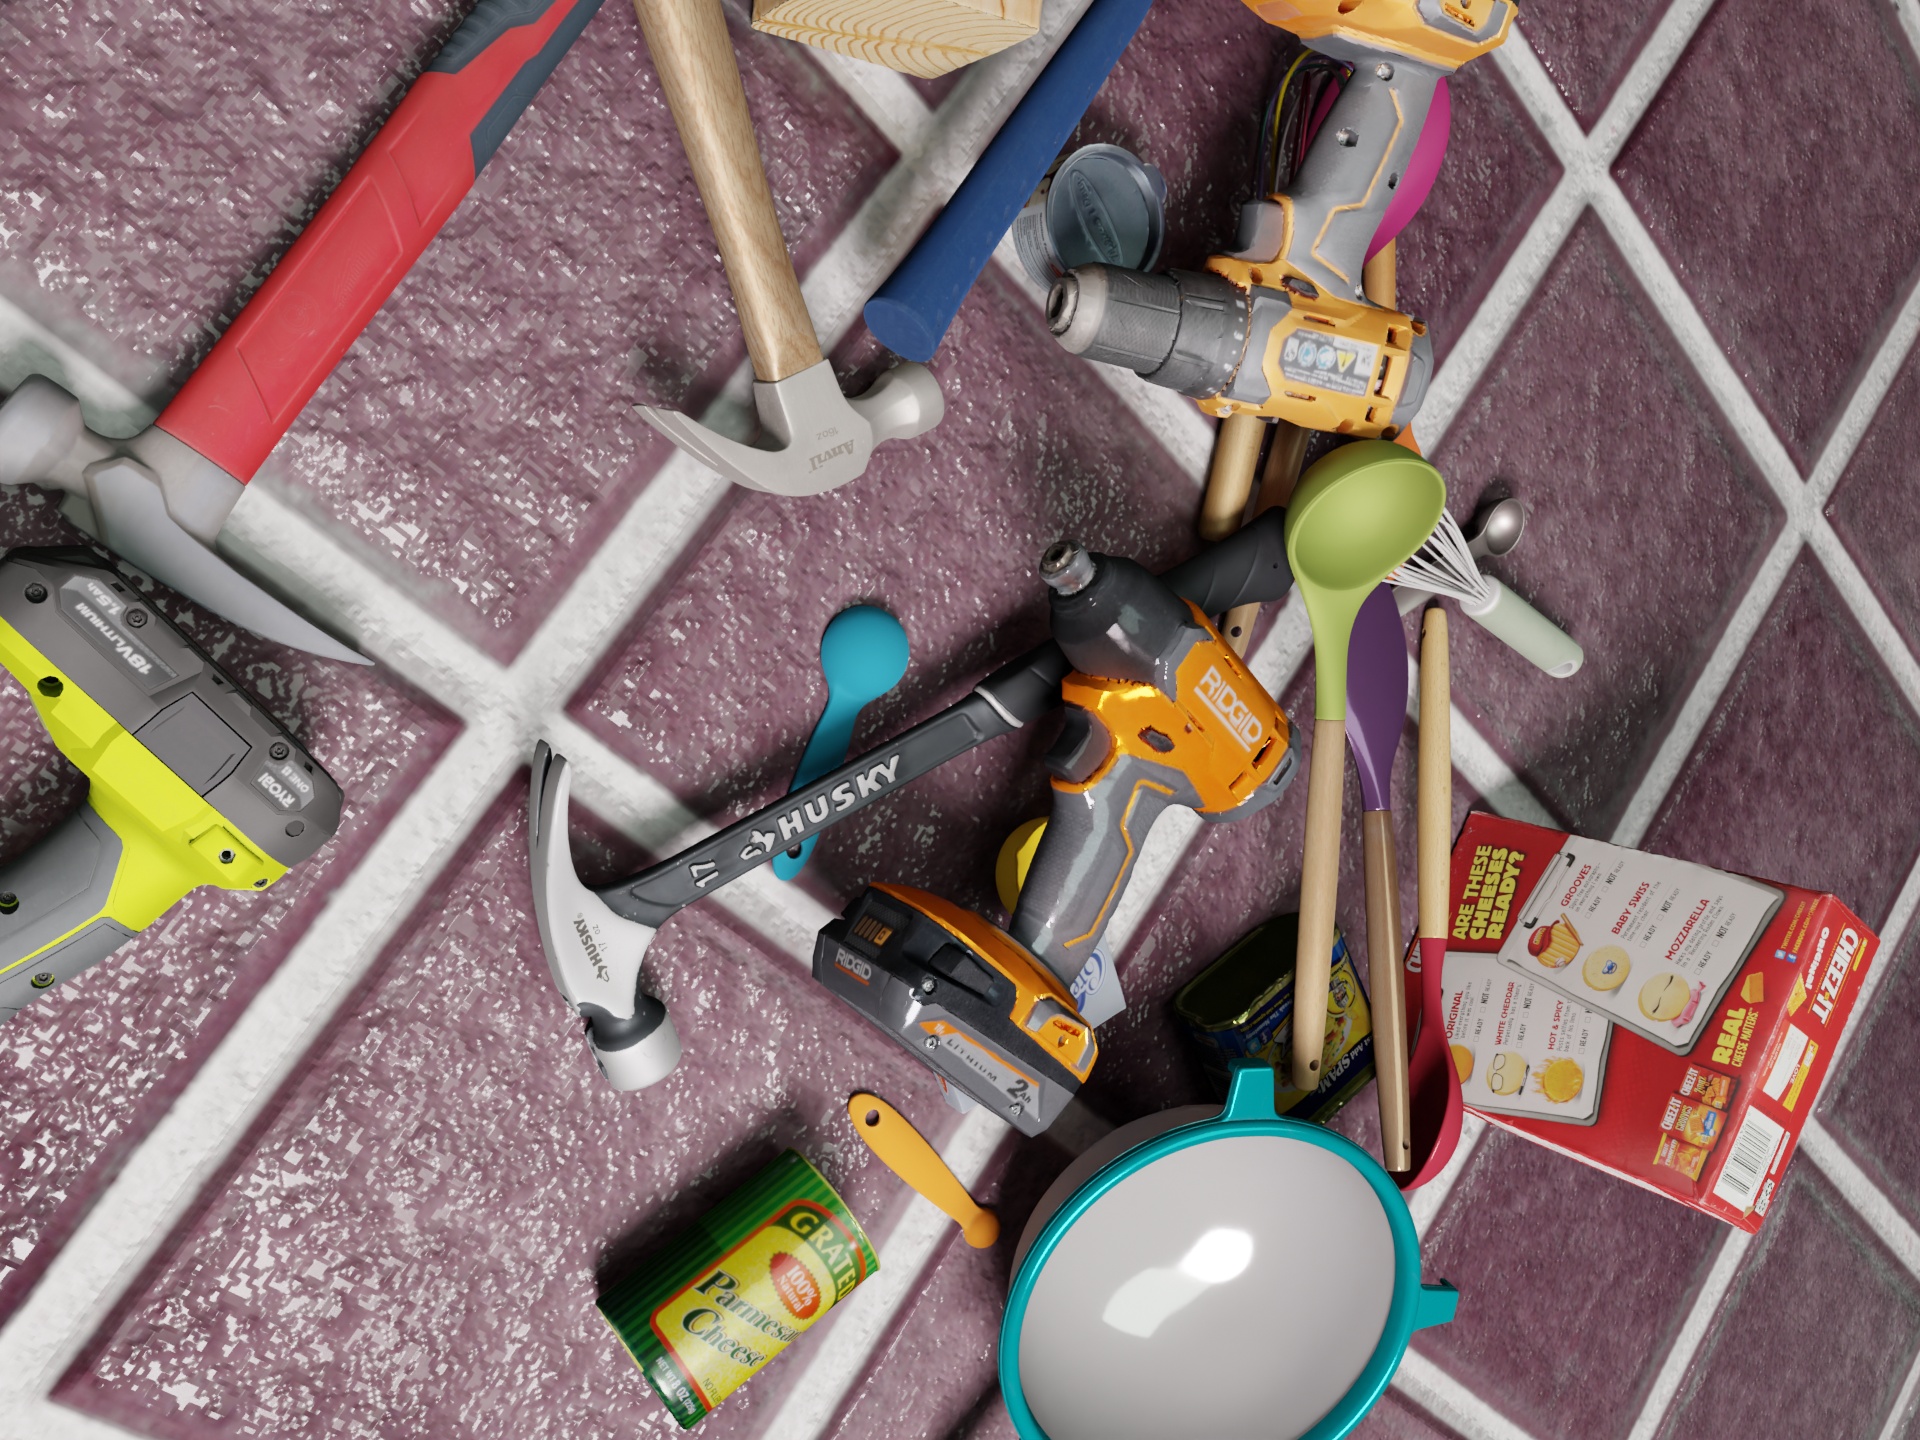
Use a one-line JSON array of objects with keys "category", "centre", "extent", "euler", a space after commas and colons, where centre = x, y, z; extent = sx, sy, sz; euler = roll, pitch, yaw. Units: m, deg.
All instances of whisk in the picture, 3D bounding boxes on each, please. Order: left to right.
[{"category": "whisk", "centre": [0.151, -0.209, 0.785], "extent": [0.047, 0.051, 0.245], "euler": [1, 103, -66]}, {"category": "whisk", "centre": [0.278, -0.072, 0.866], "extent": [0.246, 0.058, 0.059], "euler": [24, 49, -41]}]

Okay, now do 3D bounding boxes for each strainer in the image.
[{"category": "strainer", "centre": [0.061, 0.310, 0.781], "extent": [0.340, 0.095, 0.210], "euler": [-40, 111, 0]}]

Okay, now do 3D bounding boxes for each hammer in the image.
[{"category": "hammer", "centre": [-0.177, -0.208, 0.588], "extent": [0.143, 0.038, 0.386], "euler": [38, 77, -30]}, {"category": "hammer", "centre": [-0.100, -0.241, 0.598], "extent": [0.130, 0.031, 0.331], "euler": [-34, 121, -32]}, {"category": "hammer", "centre": [-0.001, -0.002, 0.705], "extent": [0.409, 0.036, 0.149], "euler": [-29, 121, -24]}, {"category": "hammer", "centre": [0.082, -0.324, 0.669], "extent": [0.035, 0.144, 0.405], "euler": [33, 78, -6]}]

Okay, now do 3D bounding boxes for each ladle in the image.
[{"category": "ladle", "centre": [0.183, 0.027, 0.764], "extent": [0.078, 0.062, 0.320], "euler": [-1, 98, -22]}, {"category": "ladle", "centre": [0.254, 0.092, 0.859], "extent": [0.031, 0.069, 0.315], "euler": [6, 78, -7]}]

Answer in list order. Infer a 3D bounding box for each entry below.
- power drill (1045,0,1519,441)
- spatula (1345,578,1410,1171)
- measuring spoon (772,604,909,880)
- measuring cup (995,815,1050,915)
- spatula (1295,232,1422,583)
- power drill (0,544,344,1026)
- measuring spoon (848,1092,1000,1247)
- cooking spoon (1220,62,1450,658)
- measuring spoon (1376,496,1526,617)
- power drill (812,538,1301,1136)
[{"category": "power drill", "centre": [0.141, -0.247, 0.703], "extent": [0.185, 0.084, 0.226], "euler": [6, 105, -22]}, {"category": "spatula", "centre": [0.221, 0.073, 0.833], "extent": [0.059, 0.018, 0.316], "euler": [4, 81, -34]}, {"category": "measuring spoon", "centre": [-0.053, 0.011, 0.700], "extent": [0.042, 0.021, 0.128], "euler": [22, 84, -31]}, {"category": "measuring cup", "centre": [0.057, 0.029, 0.774], "extent": [0.062, 0.029, 0.157], "euler": [26, 71, -26]}, {"category": "spatula", "centre": [0.211, -0.231, 0.831], "extent": [0.081, 0.041, 0.322], "euler": [-4, 95, -31]}, {"category": "power drill", "centre": [-0.337, 0.050, 0.504], "extent": [0.228, 0.080, 0.190], "euler": [-46, 117, -15]}, {"category": "measuring spoon", "centre": [-0.015, 0.215, 0.756], "extent": [0.021, 0.011, 0.116], "euler": [-47, 117, -17]}, {"category": "cooking spoon", "centre": [0.180, -0.185, 0.805], "extent": [0.069, 0.017, 0.319], "euler": [16, 93, 11]}, {"category": "measuring spoon", "centre": [0.267, -0.088, 0.889], "extent": [0.124, 0.018, 0.034], "euler": [-33, 125, -16]}, {"category": "power drill", "centre": [0.040, 0.042, 0.678], "extent": [0.164, 0.084, 0.226], "euler": [45, 74, -34]}]
